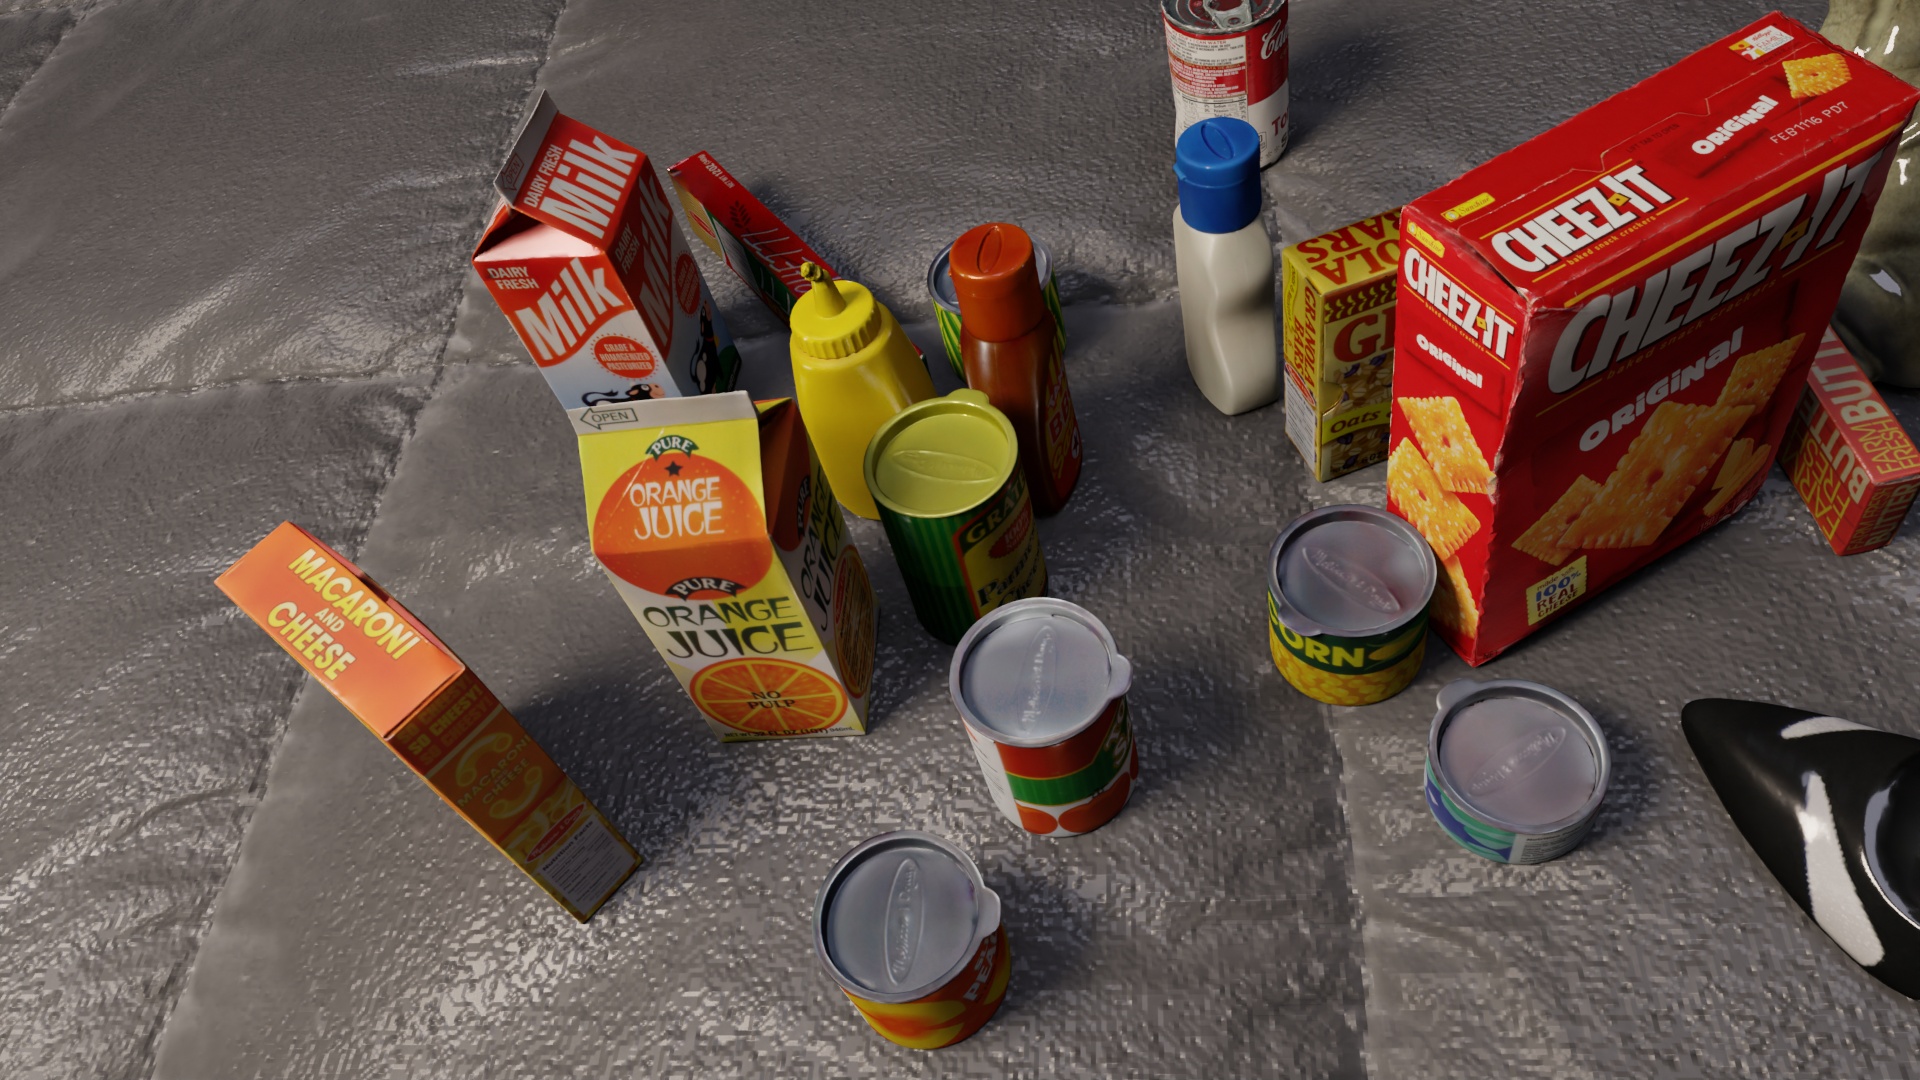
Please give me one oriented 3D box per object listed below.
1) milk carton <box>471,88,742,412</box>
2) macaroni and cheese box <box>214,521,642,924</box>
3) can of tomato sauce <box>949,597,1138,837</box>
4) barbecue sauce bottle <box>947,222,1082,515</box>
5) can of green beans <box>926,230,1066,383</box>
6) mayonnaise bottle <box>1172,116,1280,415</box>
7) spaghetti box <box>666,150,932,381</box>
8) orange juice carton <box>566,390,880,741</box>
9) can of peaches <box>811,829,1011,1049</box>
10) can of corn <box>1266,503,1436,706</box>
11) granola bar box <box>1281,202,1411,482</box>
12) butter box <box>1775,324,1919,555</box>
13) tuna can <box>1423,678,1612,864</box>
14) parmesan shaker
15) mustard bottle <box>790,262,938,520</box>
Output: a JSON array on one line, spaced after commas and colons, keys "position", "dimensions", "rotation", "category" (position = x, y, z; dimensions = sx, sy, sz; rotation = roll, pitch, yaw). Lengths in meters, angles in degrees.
[{"position": [-0.181, -0.128, 0.702], "dimensions": [0.073, 0.189, 0.073], "rotation": [0, 53, 13], "category": "milk carton"}, {"position": [-0.211, 0.077, 0.567], "dimensions": [0.124, 0.165, 0.040], "rotation": [30, 65, 31], "category": "macaroni and cheese box"}, {"position": [0.038, 0.073, 0.563], "dimensions": [0.071, 0.082, 0.071], "rotation": [-7, 52, 9], "category": "can of tomato sauce"}, {"position": [0.026, -0.079, 0.642], "dimensions": [0.043, 0.147, 0.065], "rotation": [3, 54, 16], "category": "barbecue sauce bottle"}, {"position": [0.020, -0.122, 0.734], "dimensions": [0.071, 0.057, 0.071], "rotation": [-7, 52, 9], "category": "can of green beans"}, {"position": [0.125, -0.129, 0.657], "dimensions": [0.041, 0.147, 0.065], "rotation": [-19, 51, -1], "category": "mayonnaise bottle"}, {"position": [-0.092, -0.143, 0.782], "dimensions": [0.029, 0.050, 0.251], "rotation": [-34, 53, -13], "category": "spaghetti box"}, {"position": [-0.092, 0.006, 0.577], "dimensions": [0.072, 0.191, 0.073], "rotation": [-5, 52, 10], "category": "orange juice carton"}, {"position": [-0.015, 0.153, 0.530], "dimensions": [0.071, 0.057, 0.071], "rotation": [-7, 52, 9], "category": "can of peaches"}, {"position": [0.161, 0.030, 0.583], "dimensions": [0.071, 0.058, 0.071], "rotation": [-7, 52, 9], "category": "can of corn"}, {"position": [0.230, -0.103, 0.627], "dimensions": [0.166, 0.123, 0.039], "rotation": [-20, 51, -2], "category": "granola bar box"}, {"position": [0.372, -0.049, 0.597], "dimensions": [0.024, 0.053, 0.104], "rotation": [-11, 51, 5], "category": "butter box"}, {"position": [0.214, 0.088, 0.542], "dimensions": [0.071, 0.032, 0.071], "rotation": [-7, 52, 9], "category": "tuna can"}, {"position": [0.002, -0.008, 0.622], "dimensions": [0.071, 0.102, 0.071], "rotation": [-7, 52, 9], "category": "parmesan shaker"}, {"position": [-0.045, -0.072, 0.646], "dimensions": [0.065, 0.159, 0.049], "rotation": [-4, 53, 11], "category": "mustard bottle"}]
